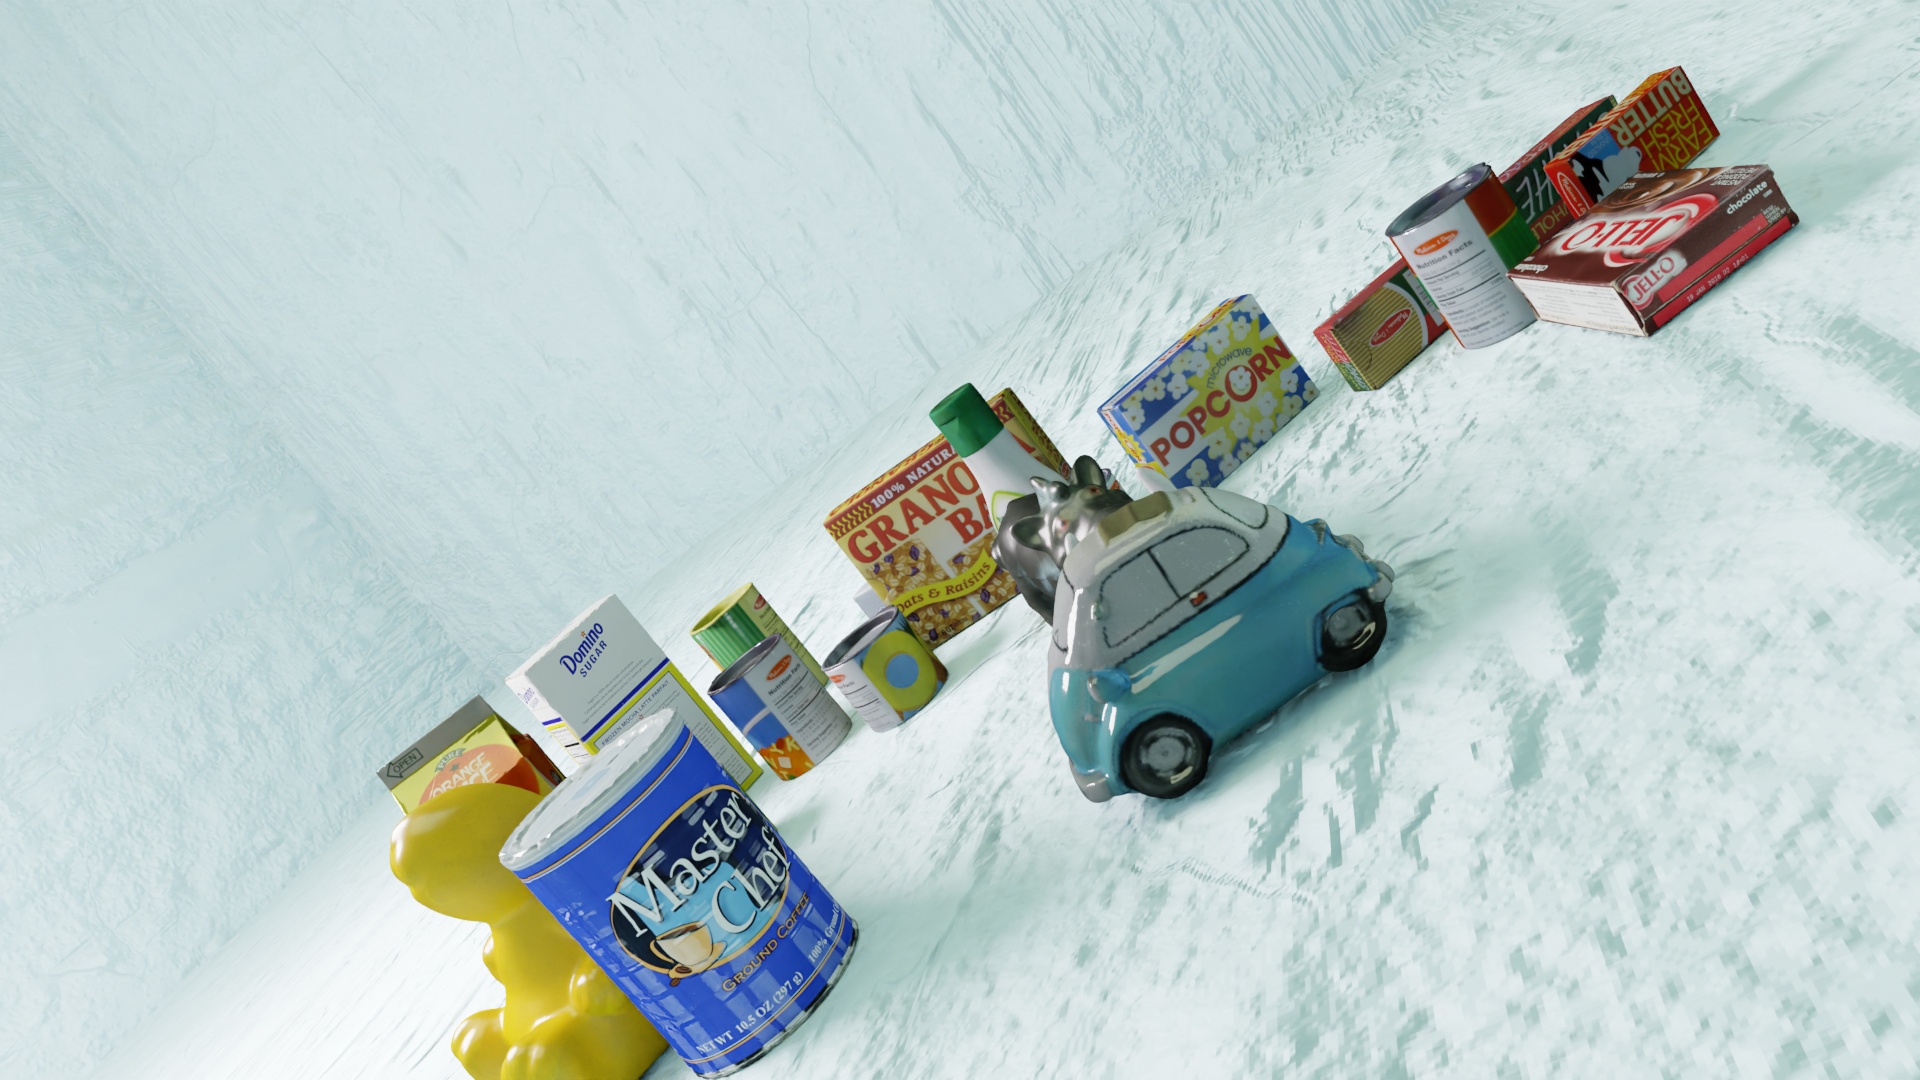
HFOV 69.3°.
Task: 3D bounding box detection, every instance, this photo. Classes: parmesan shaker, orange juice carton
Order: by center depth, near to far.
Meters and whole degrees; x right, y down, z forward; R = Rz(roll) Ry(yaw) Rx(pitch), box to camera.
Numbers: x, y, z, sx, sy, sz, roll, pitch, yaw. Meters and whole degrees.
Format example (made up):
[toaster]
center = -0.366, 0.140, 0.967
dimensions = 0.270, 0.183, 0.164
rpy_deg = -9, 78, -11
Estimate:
[orange juice carton]
center = -0.244, 0.183, 0.804
dimensions = 0.072, 0.192, 0.073
rpy_deg = -40, 11, -12
[parmesan shaker]
center = -0.166, 0.095, 1.141
dimensions = 0.071, 0.103, 0.071
rpy_deg = -36, 11, 8

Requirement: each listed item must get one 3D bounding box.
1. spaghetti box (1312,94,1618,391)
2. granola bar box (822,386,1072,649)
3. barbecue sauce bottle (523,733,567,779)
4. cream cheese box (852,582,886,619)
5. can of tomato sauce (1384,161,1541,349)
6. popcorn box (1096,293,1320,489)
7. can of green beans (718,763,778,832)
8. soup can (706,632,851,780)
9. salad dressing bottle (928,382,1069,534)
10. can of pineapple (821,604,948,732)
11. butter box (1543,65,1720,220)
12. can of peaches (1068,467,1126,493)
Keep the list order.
[spaghetti box]
center = 0.330, -0.188, 0.877
dimensions = 0.250, 0.050, 0.028
rpy_deg = -40, 11, -9
[granola bar box]
center = 0.004, -0.012, 0.995
dimensions = 0.165, 0.124, 0.039
rpy_deg = -34, 11, 18
[barbecue sauce bottle]
center = -0.241, 0.189, 0.882
dimensions = 0.065, 0.148, 0.044
rpy_deg = -36, 11, 12
[cream cheese box]
center = -0.028, 0.036, 1.080
dimensions = 0.103, 0.053, 0.024
rpy_deg = -33, 12, 24
[can of tomato sauce]
center = 0.296, -0.162, 0.796
dimensions = 0.071, 0.083, 0.071
rpy_deg = -36, 11, 8
[popcorn box]
center = 0.164, -0.092, 0.917
dimensions = 0.127, 0.085, 0.038
rpy_deg = -40, 11, -13
[can of green beans]
center = -0.158, 0.184, 0.878
dimensions = 0.071, 0.057, 0.071
rpy_deg = -36, 11, 8
[soup can]
center = -0.129, 0.119, 0.985
dimensions = 0.071, 0.083, 0.071
rpy_deg = -36, 11, 8
[salad dressing bottle]
center = 0.036, -0.037, 0.932
dimensions = 0.064, 0.147, 0.044
rpy_deg = -28, 14, 41
[can of pineapple]
center = -0.049, 0.086, 0.936
dimensions = 0.071, 0.058, 0.071
rpy_deg = -36, 11, 8
[butter box]
center = 0.400, -0.231, 0.827
dimensions = 0.104, 0.053, 0.024
rpy_deg = -40, 11, -12
[can of peaches]
center = 0.083, -0.003, 0.881
dimensions = 0.071, 0.058, 0.071
rpy_deg = -36, 11, 8
